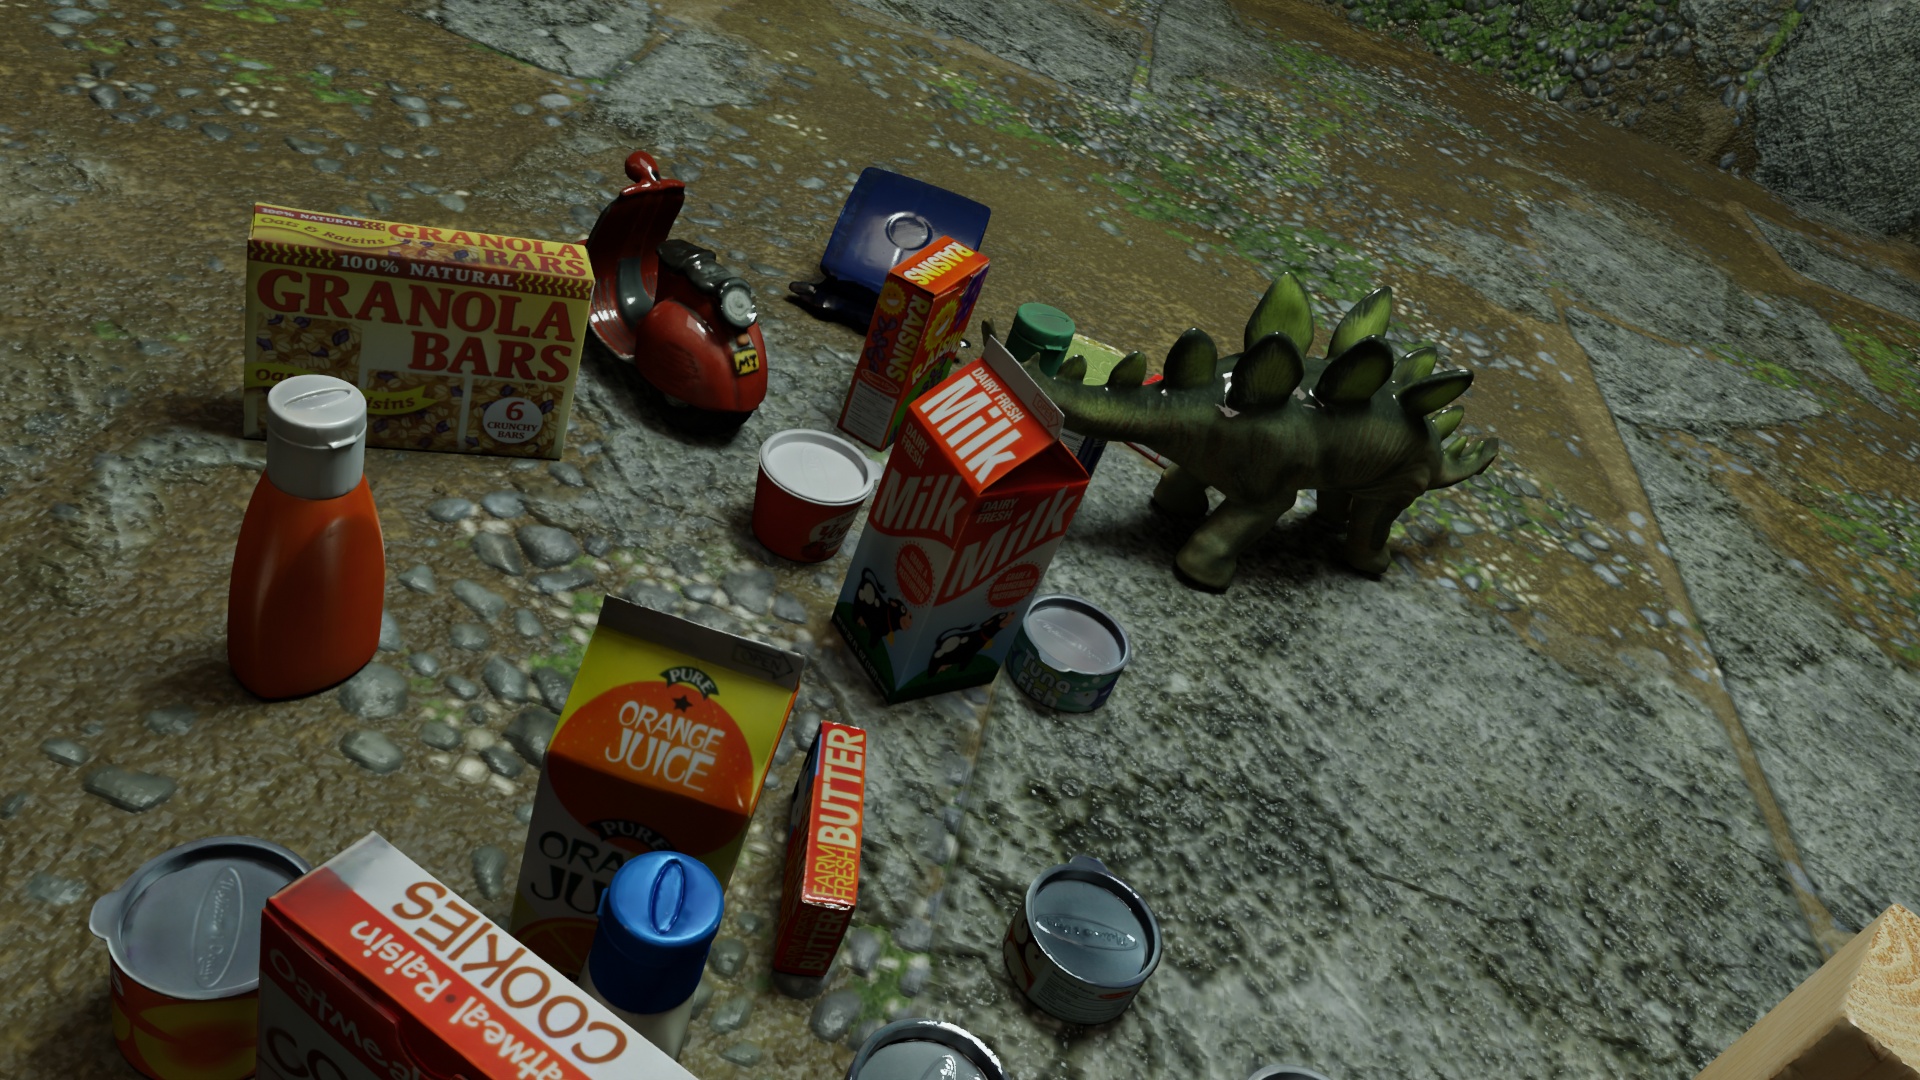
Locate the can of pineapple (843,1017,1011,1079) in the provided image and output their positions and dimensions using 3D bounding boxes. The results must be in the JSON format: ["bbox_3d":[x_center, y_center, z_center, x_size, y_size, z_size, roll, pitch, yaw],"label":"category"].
[{"bbox_3d":[-0.017,0.225,0.519,0.071,0.057,0.071,15,36,-11],"label":"can of pineapple"}]

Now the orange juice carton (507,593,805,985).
[{"bbox_3d":[-0.114,0.100,0.515,0.072,0.191,0.073,20,35,-4],"label":"orange juice carton"}]

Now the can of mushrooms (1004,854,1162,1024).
[{"bbox_3d":[0.056,0.182,0.635,0.071,0.033,0.071,15,36,-11],"label":"can of mushrooms"}]

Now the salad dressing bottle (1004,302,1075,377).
[{"bbox_3d":[0.030,-0.076,0.860,0.064,0.146,0.044,2,40,-26],"label":"salad dressing bottle"}]

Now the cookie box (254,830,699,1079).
[{"bbox_3d":[-0.150,0.181,0.411,0.123,0.166,0.040,31,36,13],"label":"cookie box"}]

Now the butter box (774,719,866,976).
[{"bbox_3d":[-0.061,0.135,0.617,0.024,0.052,0.104,14,36,-11],"label":"butter box"}]

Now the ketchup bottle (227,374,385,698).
[{"bbox_3d":[-0.278,0.000,0.596,0.043,0.148,0.065,37,38,20],"label":"ketchup bottle"}]

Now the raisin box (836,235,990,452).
[{"bbox_3d":[-0.031,-0.131,0.920,0.040,0.122,0.086,30,36,11],"label":"raisin box"}]

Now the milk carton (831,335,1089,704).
[{"bbox_3d":[0.003,-0.009,0.721,0.074,0.189,0.072,-8,45,-36],"label":"milk carton"}]

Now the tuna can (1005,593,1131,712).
[{"bbox_3d":[0.060,0.065,0.791,0.071,0.032,0.071,15,36,-11],"label":"tuna can"}]

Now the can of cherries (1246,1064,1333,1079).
[{"bbox_3d":[0.127,0.256,0.555,0.071,0.058,0.072,15,36,-11],"label":"can of cherries"}]

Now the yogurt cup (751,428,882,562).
[{"bbox_3d":[-0.089,-0.024,0.810,0.072,0.053,0.073,15,36,-11],"label":"yogurt cup"}]

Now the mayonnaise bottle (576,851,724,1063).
[{"bbox_3d":[-0.112,0.165,0.469,0.041,0.147,0.065,15,36,-11],"label":"mayonnaise bottle"}]

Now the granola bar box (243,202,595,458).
[{"bbox_3d":[-0.293,-0.109,0.751,0.166,0.123,0.039,3,39,-25],"label":"granola bar box"}]

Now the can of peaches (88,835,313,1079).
[{"bbox_3d":[-0.264,0.148,0.488,0.071,0.057,0.071,15,36,-11],"label":"can of peaches"}]
